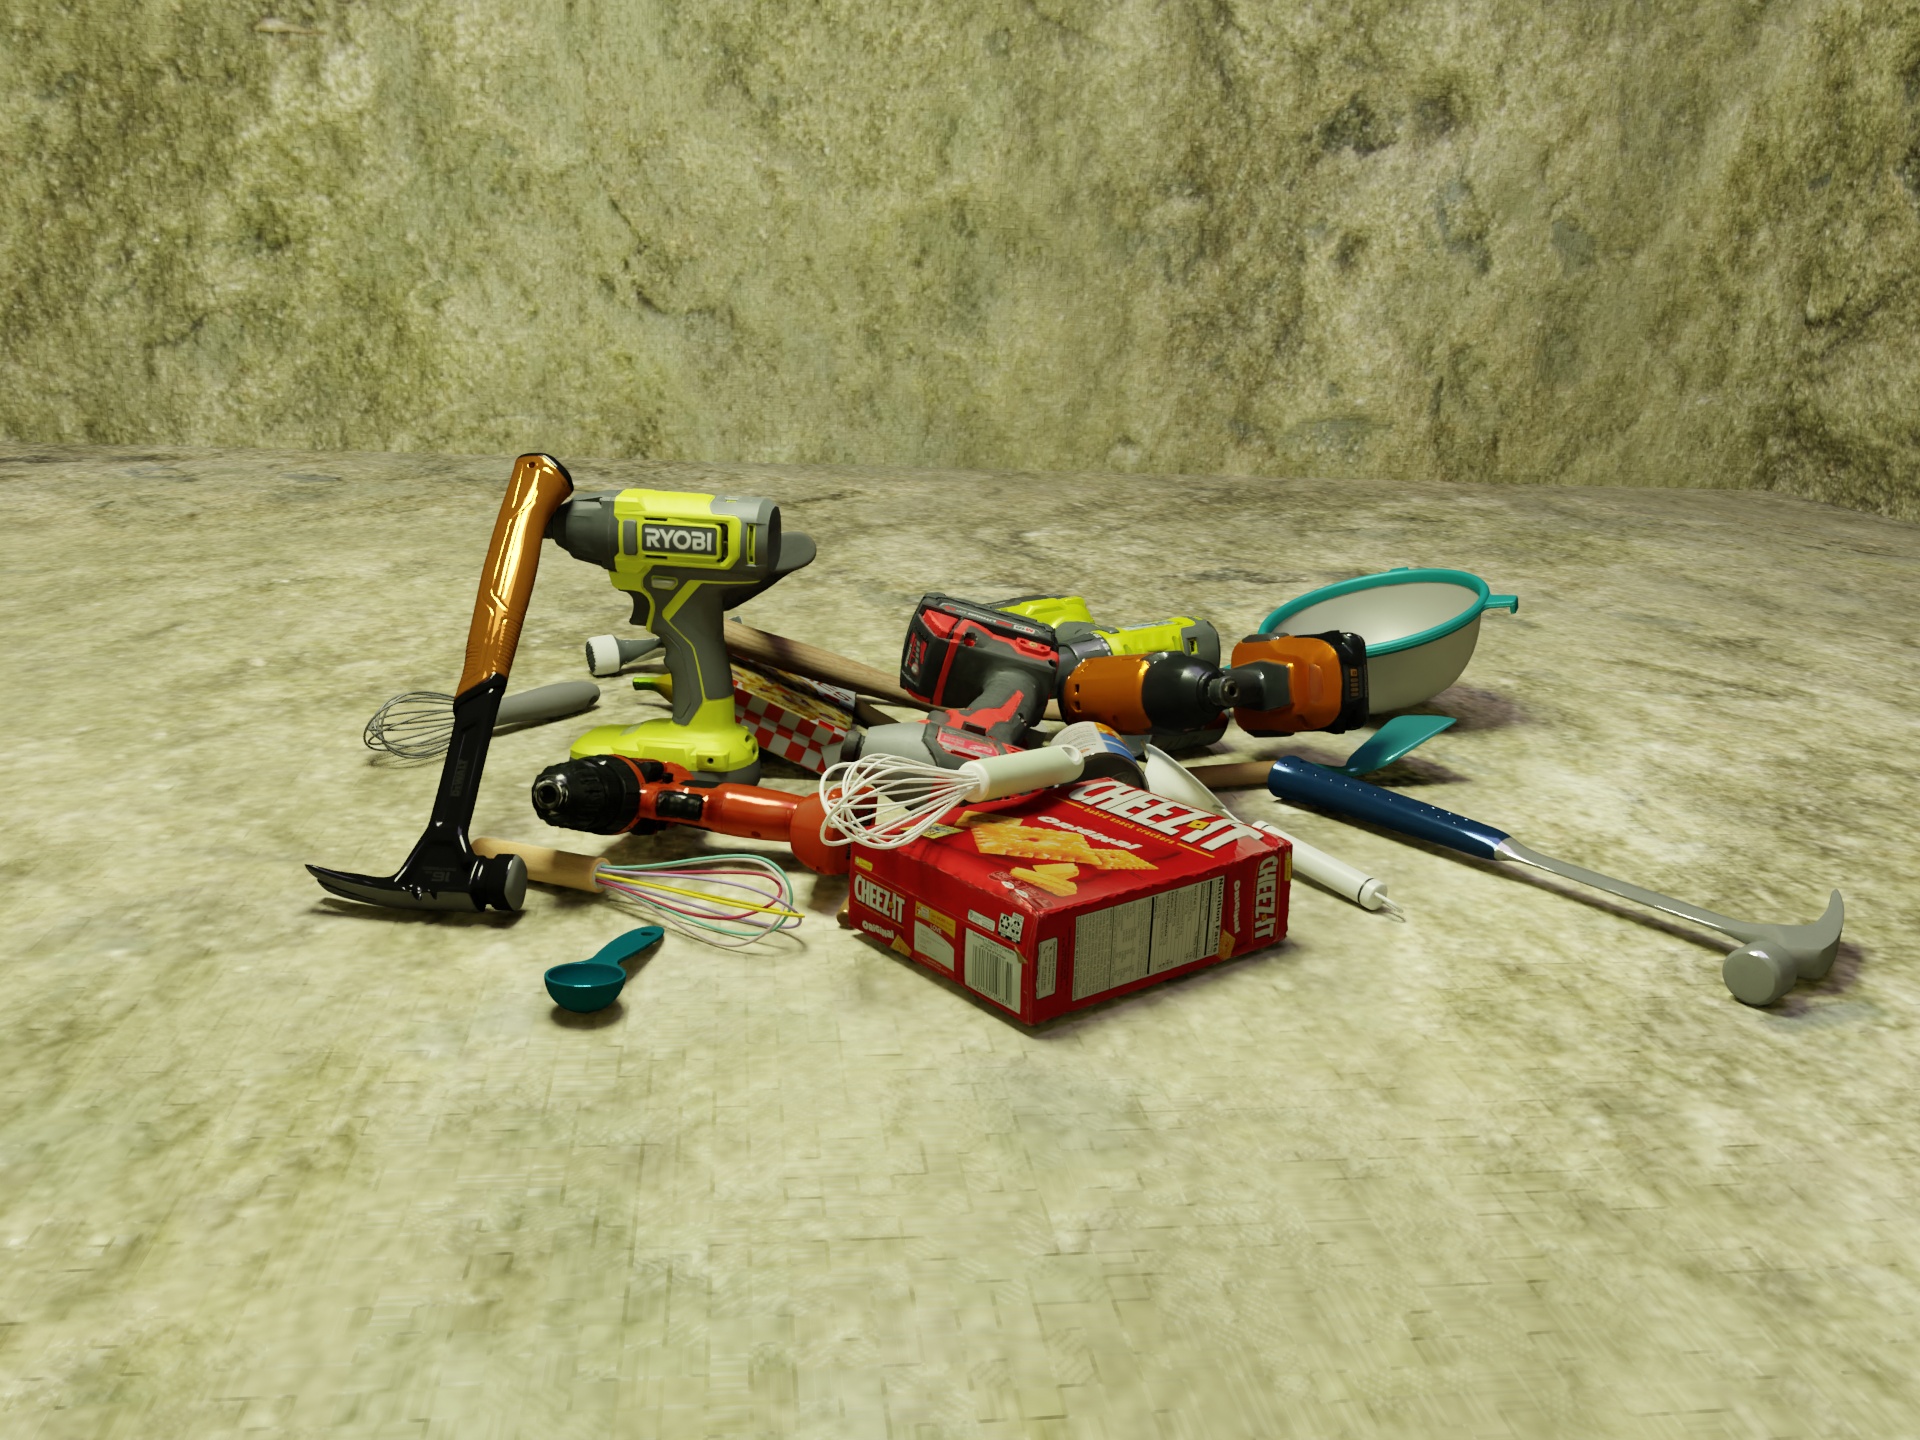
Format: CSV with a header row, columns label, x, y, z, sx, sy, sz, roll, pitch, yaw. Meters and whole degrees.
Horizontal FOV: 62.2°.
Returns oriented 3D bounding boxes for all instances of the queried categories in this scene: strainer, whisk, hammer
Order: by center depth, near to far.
label,x,y,z,sx,sy,sz,roll,pitch,yaw
whisk,0.002,0.038,0.936,0.058,0.059,0.246,48,30,22
whisk,-0.202,0.095,0.961,0.245,0.051,0.047,7,22,25
hammer,-0.312,-0.036,1.023,0.127,0.034,0.337,2,59,4
hammer,0.383,0.091,1.081,0.144,0.035,0.406,-11,21,-38
strainer,0.199,0.077,1.092,0.259,0.050,0.086,29,-14,47
hammer,-0.084,-0.034,1.271,0.331,0.031,0.130,18,10,-14
whisk,-0.379,-0.009,1.288,0.055,0.055,0.239,12,15,30
hammer,-0.203,-0.097,1.347,0.149,0.036,0.409,-11,-3,-26
strainer,0.331,-0.039,1.464,0.340,0.095,0.211,-22,19,-12

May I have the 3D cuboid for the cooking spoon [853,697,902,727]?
label,x,y,z,sx,sy,sz,roll,pitch,yaw
cooking spoon,-0.026,0.025,1.276,0.068,0.017,0.319,-8,19,-29

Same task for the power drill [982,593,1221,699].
label,x,y,z,sx,sy,sz,roll,pitch,yaw
power drill,0.095,-0.061,1.435,0.190,0.080,0.229,-10,13,-27

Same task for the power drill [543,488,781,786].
label,x,y,z,sx,sy,sz,roll,pitch,yaw
power drill,-0.219,-0.054,1.144,0.171,0.223,0.080,4,16,5

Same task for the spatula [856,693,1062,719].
label,x,y,z,sx,sy,sz,roll,pitch,yaw
spatula,-0.040,-0.023,1.427,0.316,0.018,0.060,7,12,7

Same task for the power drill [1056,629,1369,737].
label,x,y,z,sx,sy,sz,roll,pitch,yaw
power drill,0.210,-0.024,1.218,0.226,0.084,0.164,-4,2,-34

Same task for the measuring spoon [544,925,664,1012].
label,x,y,z,sx,sy,sz,roll,pitch,yaw
measuring spoon,-0.189,0.137,0.874,0.042,0.021,0.128,5,7,9

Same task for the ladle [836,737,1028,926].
label,x,y,z,sx,sy,sz,roll,pitch,yaw
ladle,-0.021,0.065,1.090,0.069,0.031,0.315,16,24,13

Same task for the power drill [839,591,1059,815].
label,x,y,z,sx,sy,sz,roll,pitch,yaw
power drill,-0.002,-0.004,1.127,0.143,0.078,0.220,15,30,-2

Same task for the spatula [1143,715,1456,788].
label,x,y,z,sx,sy,sz,roll,pitch,yaw
spatula,0.238,0.030,1.255,0.317,0.044,0.082,-5,4,-19
